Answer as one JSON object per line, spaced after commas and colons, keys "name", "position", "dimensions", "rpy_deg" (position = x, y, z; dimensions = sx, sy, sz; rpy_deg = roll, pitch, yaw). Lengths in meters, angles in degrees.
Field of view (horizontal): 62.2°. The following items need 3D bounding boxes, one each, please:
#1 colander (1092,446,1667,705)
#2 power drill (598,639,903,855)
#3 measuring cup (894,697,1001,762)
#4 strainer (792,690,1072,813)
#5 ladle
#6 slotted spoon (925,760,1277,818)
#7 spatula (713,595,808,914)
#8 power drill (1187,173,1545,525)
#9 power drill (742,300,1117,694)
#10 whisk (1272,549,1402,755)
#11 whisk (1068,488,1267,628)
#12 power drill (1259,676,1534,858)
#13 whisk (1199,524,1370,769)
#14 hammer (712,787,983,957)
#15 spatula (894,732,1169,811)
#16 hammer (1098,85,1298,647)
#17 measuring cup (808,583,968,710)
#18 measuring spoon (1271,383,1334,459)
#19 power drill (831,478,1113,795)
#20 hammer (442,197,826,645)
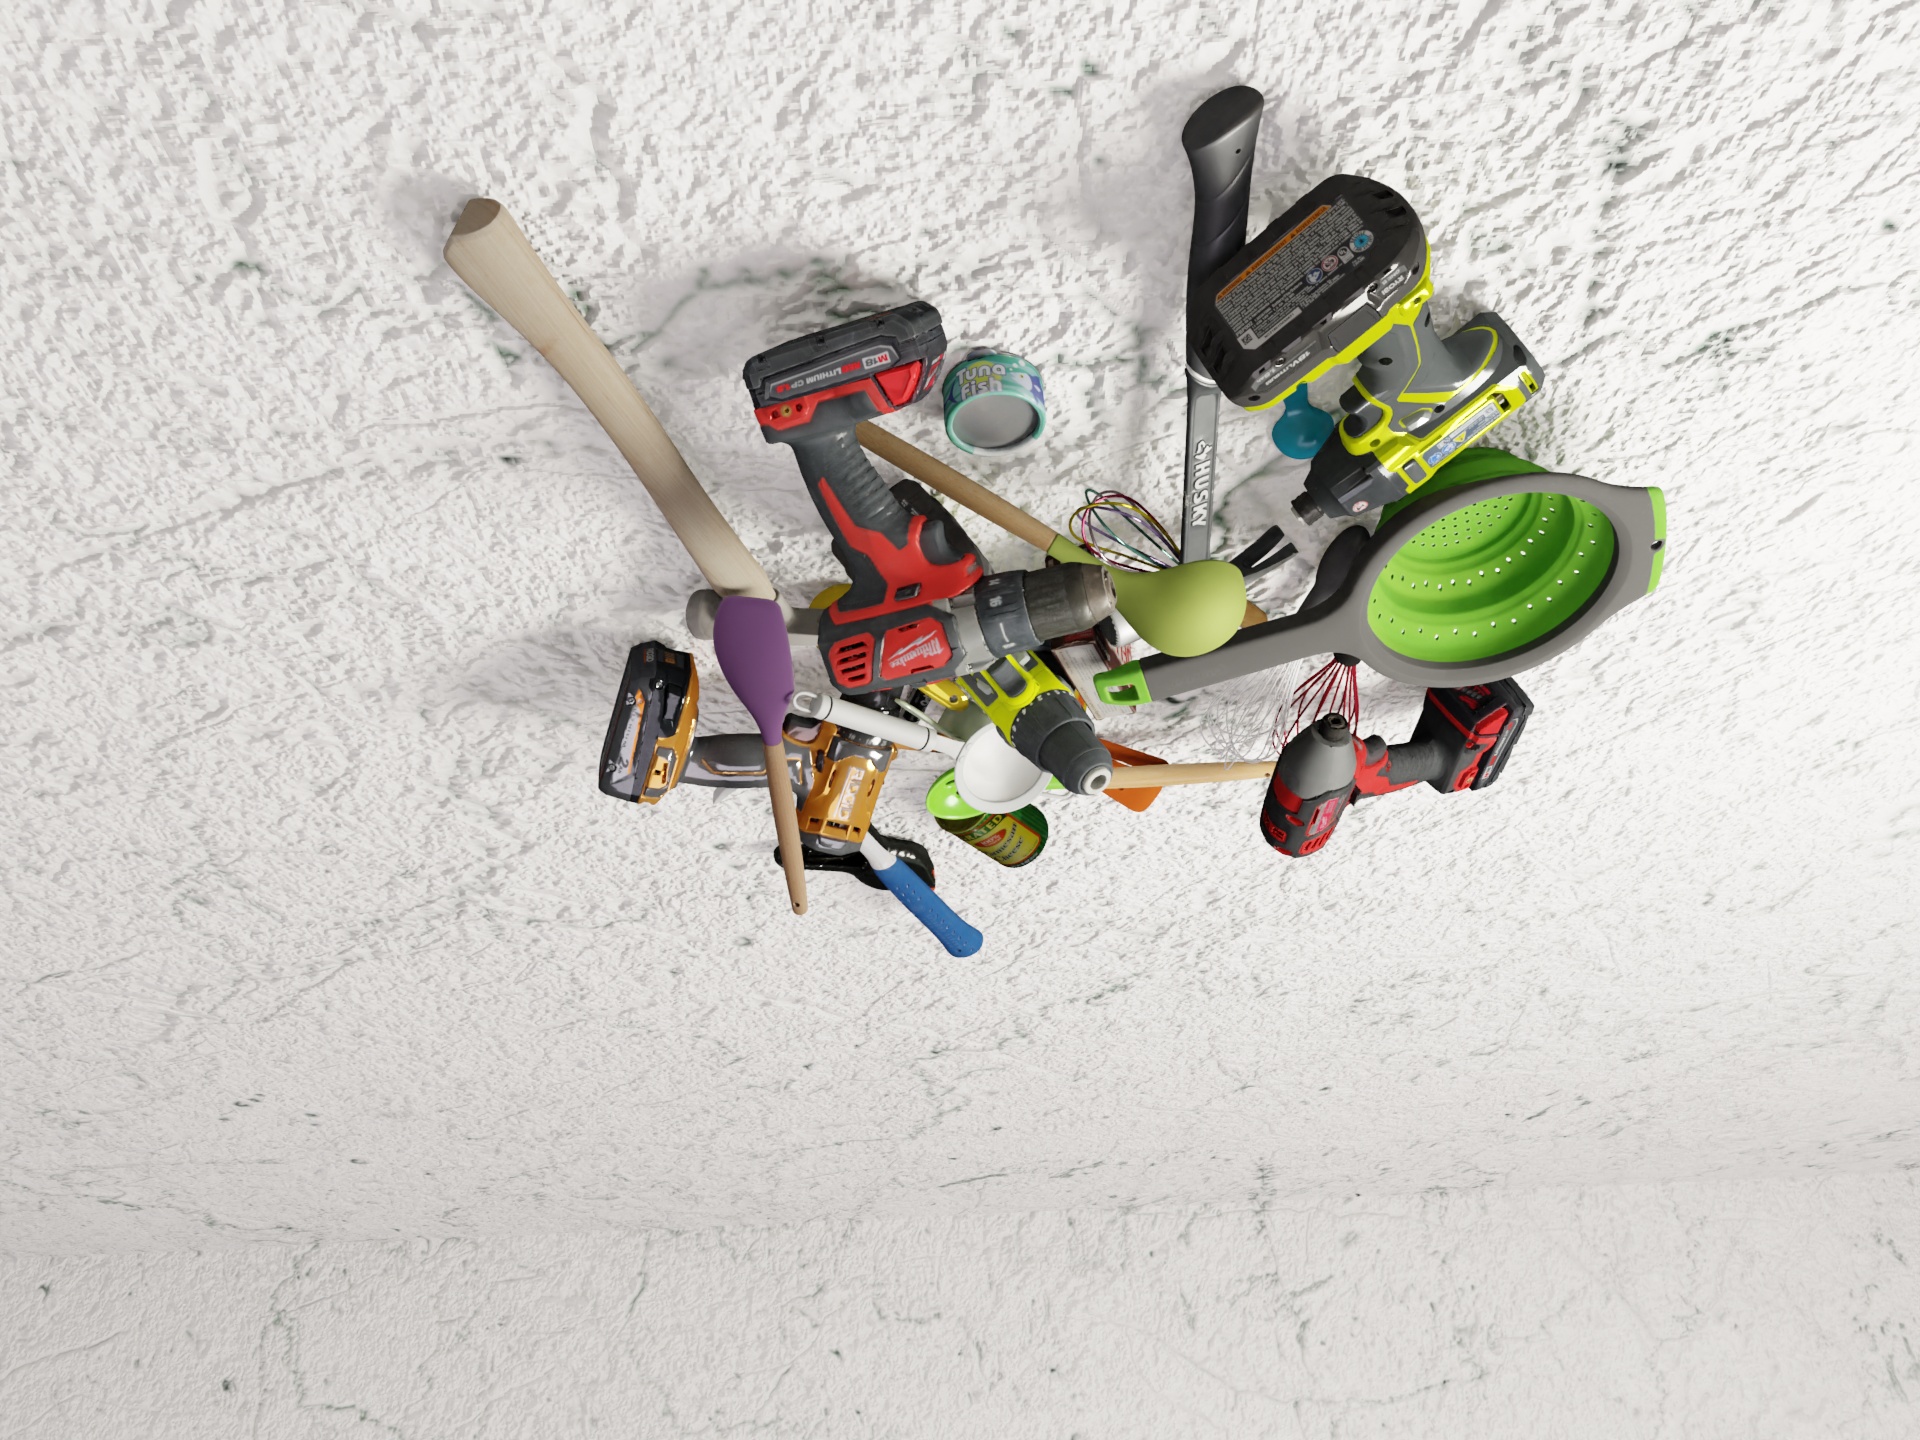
{"name": "colander", "position": [0.282, -0.101, 1.127], "dimensions": [0.397, 0.095, 0.204], "rpy_deg": [-16, 140, 9]}
{"name": "power drill", "position": [-0.158, 0.001, 1.270], "dimensions": [0.226, 0.084, 0.185], "rpy_deg": [14, 111, -17]}
{"name": "measuring cup", "position": [-0.002, -0.004, 1.308], "dimensions": [0.083, 0.038, 0.167], "rpy_deg": [27, 178, 34]}
{"name": "strainer", "position": [-0.021, 0.015, 1.239], "dimensions": [0.258, 0.050, 0.087], "rpy_deg": [18, 108, -34]}
{"name": "ladle", "position": [0.040, -0.136, 1.032], "dimensions": [0.320, 0.062, 0.078], "rpy_deg": [30, 138, -1]}
{"name": "slotted spoon", "position": [0.125, 0.052, 1.398], "dimensions": [0.314, 0.031, 0.070], "rpy_deg": [-4, 138, 1]}
{"name": "spatula", "position": [-0.144, 0.035, 1.222], "dimensions": [0.060, 0.018, 0.315], "rpy_deg": [6, 130, 13]}
{"name": "power drill", "position": [0.236, -0.205, 0.947], "dimensions": [0.171, 0.080, 0.223], "rpy_deg": [-38, 145, 20]}
{"name": "power drill", "position": [-0.019, -0.134, 0.965], "dimensions": [0.188, 0.080, 0.226], "rpy_deg": [-13, 107, 16]}
{"name": "whisk", "position": [0.311, -0.042, 1.300], "dimensions": [0.073, 0.073, 0.295], "rpy_deg": [0, 145, -5]}
{"name": "whisk", "position": [0.158, -0.112, 1.180], "dimensions": [0.047, 0.051, 0.244], "rpy_deg": [-47, 139, 16]}
{"name": "power drill", "position": [0.350, 0.023, 1.297], "dimensions": [0.219, 0.079, 0.143], "rpy_deg": [-19, 142, -22]}
{"name": "whisk", "position": [0.263, -0.054, 1.270], "dimensions": [0.070, 0.070, 0.284], "rpy_deg": [5, 142, -13]}
{"name": "hammer", "position": [-0.083, 0.129, 1.506], "dimensions": [0.144, 0.035, 0.405], "rpy_deg": [-16, 143, 18]}
{"name": "spatula", "position": [0.023, 0.031, 1.410], "dimensions": [0.322, 0.041, 0.081], "rpy_deg": [6, 141, -13]}
{"name": "hammer", "position": [0.158, -0.204, 0.993], "dimensions": [0.149, 0.036, 0.408], "rpy_deg": [-22, 145, -12]}
{"name": "measuring cup", "position": [-0.051, -0.047, 1.229], "dimensions": [0.156, 0.029, 0.062], "rpy_deg": [35, 103, -24]}
{"name": "measuring spoon", "position": [0.219, -0.209, 1.038], "dimensions": [0.042, 0.021, 0.128], "rpy_deg": [-12, 149, 15]}
{"name": "power drill", "position": [0.017, -0.051, 1.137], "dimensions": [0.080, 0.191, 0.228], "rpy_deg": [-40, 137, 1]}
{"name": "hammer", "position": [-0.191, -0.171, 1.026], "dimensions": [0.146, 0.038, 0.410], "rpy_deg": [3, 151, 22]}
